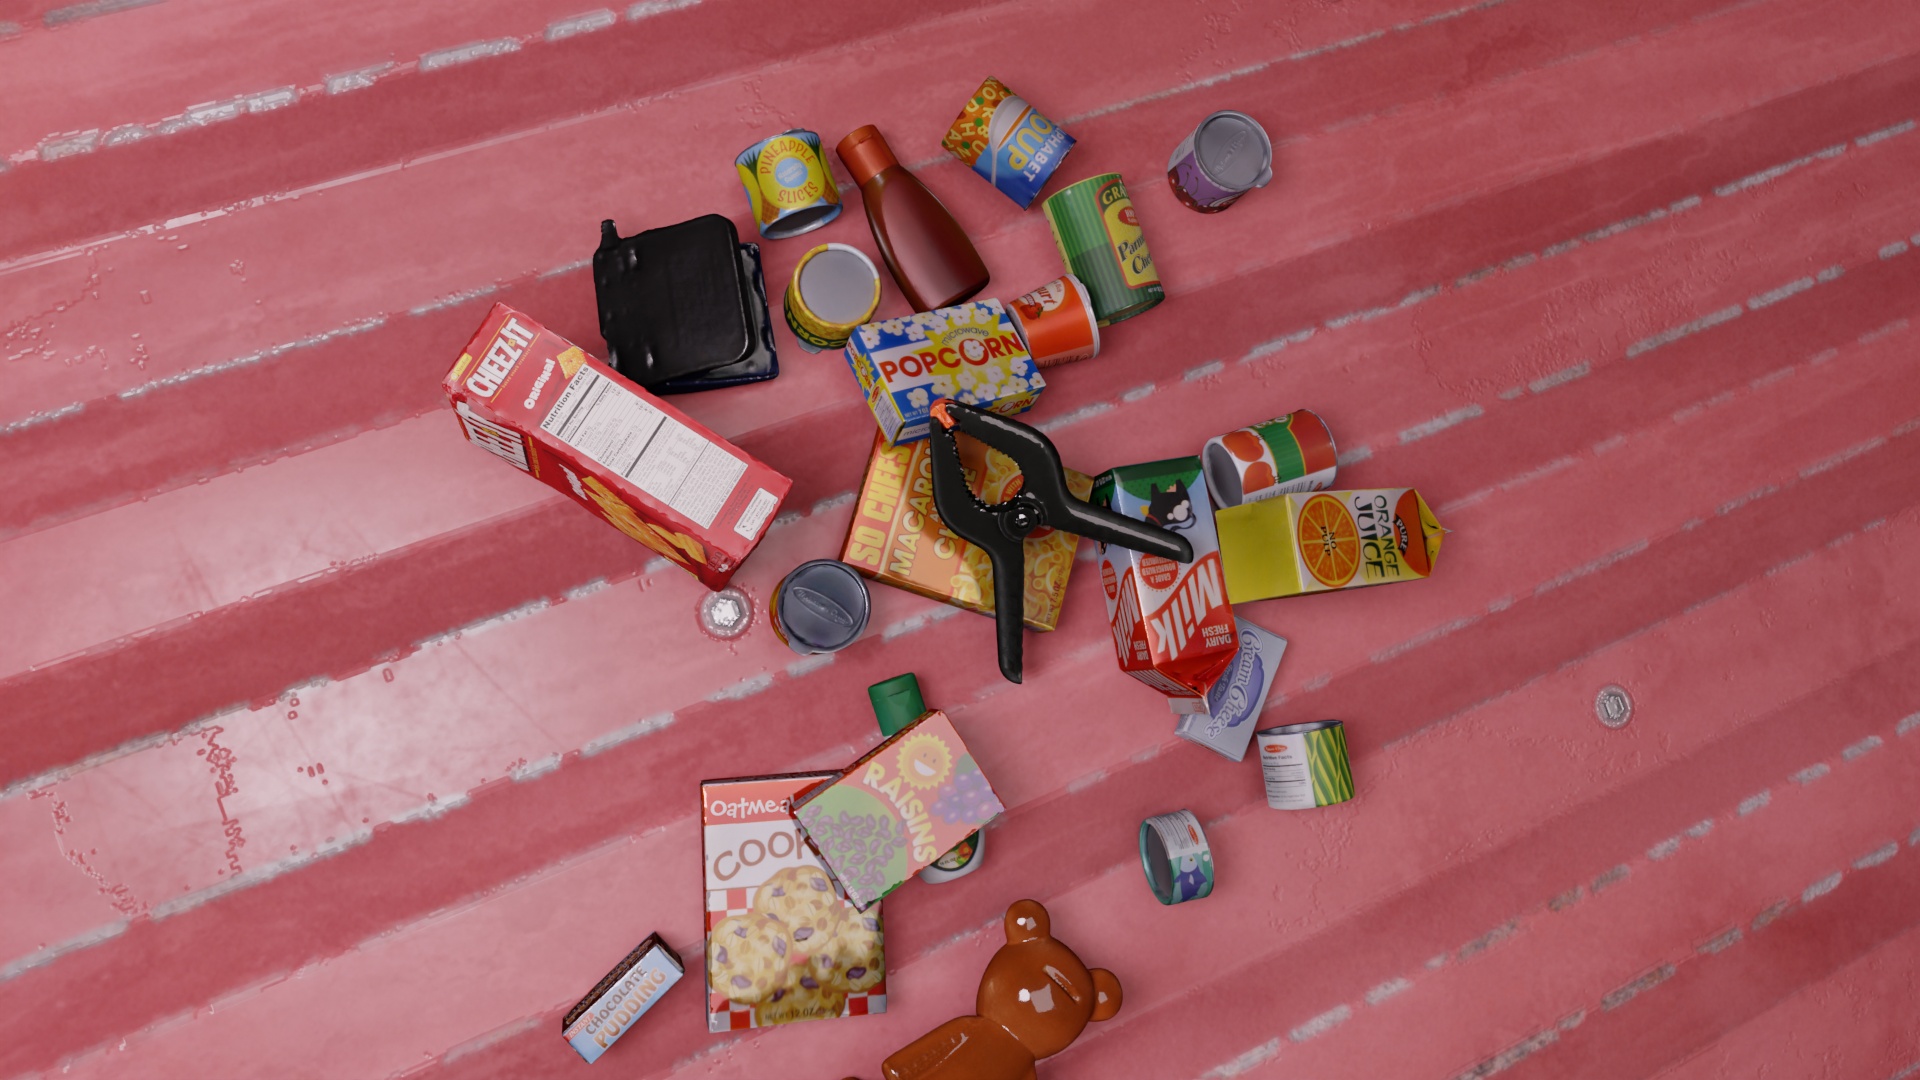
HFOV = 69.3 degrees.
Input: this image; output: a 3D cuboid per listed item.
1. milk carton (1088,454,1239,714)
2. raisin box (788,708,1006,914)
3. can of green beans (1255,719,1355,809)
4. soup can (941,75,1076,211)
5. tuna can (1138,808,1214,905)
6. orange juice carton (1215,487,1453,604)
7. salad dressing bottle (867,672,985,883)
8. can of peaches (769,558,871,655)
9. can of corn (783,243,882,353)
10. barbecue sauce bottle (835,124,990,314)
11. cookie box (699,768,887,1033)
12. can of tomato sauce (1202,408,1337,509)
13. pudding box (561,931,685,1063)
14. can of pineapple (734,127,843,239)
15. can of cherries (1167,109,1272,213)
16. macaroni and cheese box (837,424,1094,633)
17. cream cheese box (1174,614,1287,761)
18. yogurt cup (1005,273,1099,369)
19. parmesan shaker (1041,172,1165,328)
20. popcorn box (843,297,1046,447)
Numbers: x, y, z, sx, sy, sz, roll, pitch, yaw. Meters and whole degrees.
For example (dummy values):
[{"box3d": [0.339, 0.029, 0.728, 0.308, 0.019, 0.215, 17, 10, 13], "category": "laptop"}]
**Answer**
[{"box3d": [0.154, 0.037, 1.051, 0.073, 0.072, 0.190, -9, 85, -15], "category": "milk carton"}, {"box3d": [-0.043, 0.184, 0.956, 0.123, 0.040, 0.086, -34, 90, -13], "category": "raisin box"}, {"box3d": [0.265, 0.171, 1.064, 0.071, 0.071, 0.058, -8, 86, -15], "category": "can of green beans"}, {"box3d": [0.038, -0.307, 1.067, 0.084, 0.071, 0.071, 36, 76, -7], "category": "soup can"}, {"box3d": [0.159, 0.237, 1.032, 0.033, 0.071, 0.071, -9, 85, -14], "category": "tuna can"}, {"box3d": [0.289, 0.002, 1.055, 0.193, 0.071, 0.073, -4, 83, -37], "category": "orange juice carton"}, {"box3d": [-0.028, 0.170, 1.004, 0.064, 0.044, 0.147, -18, 87, -14], "category": "salad dressing bottle"}, {"box3d": [-0.103, 0.050, 0.994, 0.071, 0.058, 0.071, 2, 83, -14], "category": "can of peaches"}, {"box3d": [-0.096, -0.177, 1.024, 0.071, 0.058, 0.071, 2, 82, -13], "category": "can of corn"}, {"box3d": [-0.041, -0.244, 1.055, 0.065, 0.043, 0.148, -32, 91, -16], "category": "barbecue sauce bottle"}, {"box3d": [-0.118, 0.248, 0.974, 0.123, 0.040, 0.167, -1, 84, -14], "category": "cookie box"}, {"box3d": [0.241, -0.062, 1.089, 0.083, 0.071, 0.071, -18, 88, -15], "category": "can of tomato sauce"}, {"box3d": [-0.226, 0.306, 0.934, 0.084, 0.049, 0.030, -42, 96, -14], "category": "pudding box"}, {"box3d": [-0.126, -0.261, 1.022, 0.071, 0.071, 0.058, -19, 88, -15], "category": "can of pineapple"}, {"box3d": [0.209, -0.301, 1.116, 0.071, 0.058, 0.071, 2, 82, -14], "category": "can of cherries"}, {"box3d": [0.004, -0.013, 1.037, 0.166, 0.040, 0.124, 18, 78, -11], "category": "macaroni and cheese box"}, {"box3d": [0.210, 0.114, 1.080, 0.053, 0.024, 0.104, 26, 78, -10], "category": "cream cheese box"}, {"box3d": [0.069, -0.164, 1.062, 0.054, 0.072, 0.072, -20, 88, -7], "category": "yogurt cup"}, {"box3d": [0.113, -0.224, 1.080, 0.071, 0.071, 0.103, -20, 89, -15], "category": "parmesan shaker"}, {"box3d": [-0.012, -0.125, 1.023, 0.127, 0.038, 0.085, -17, 69, -29], "category": "popcorn box"}]
